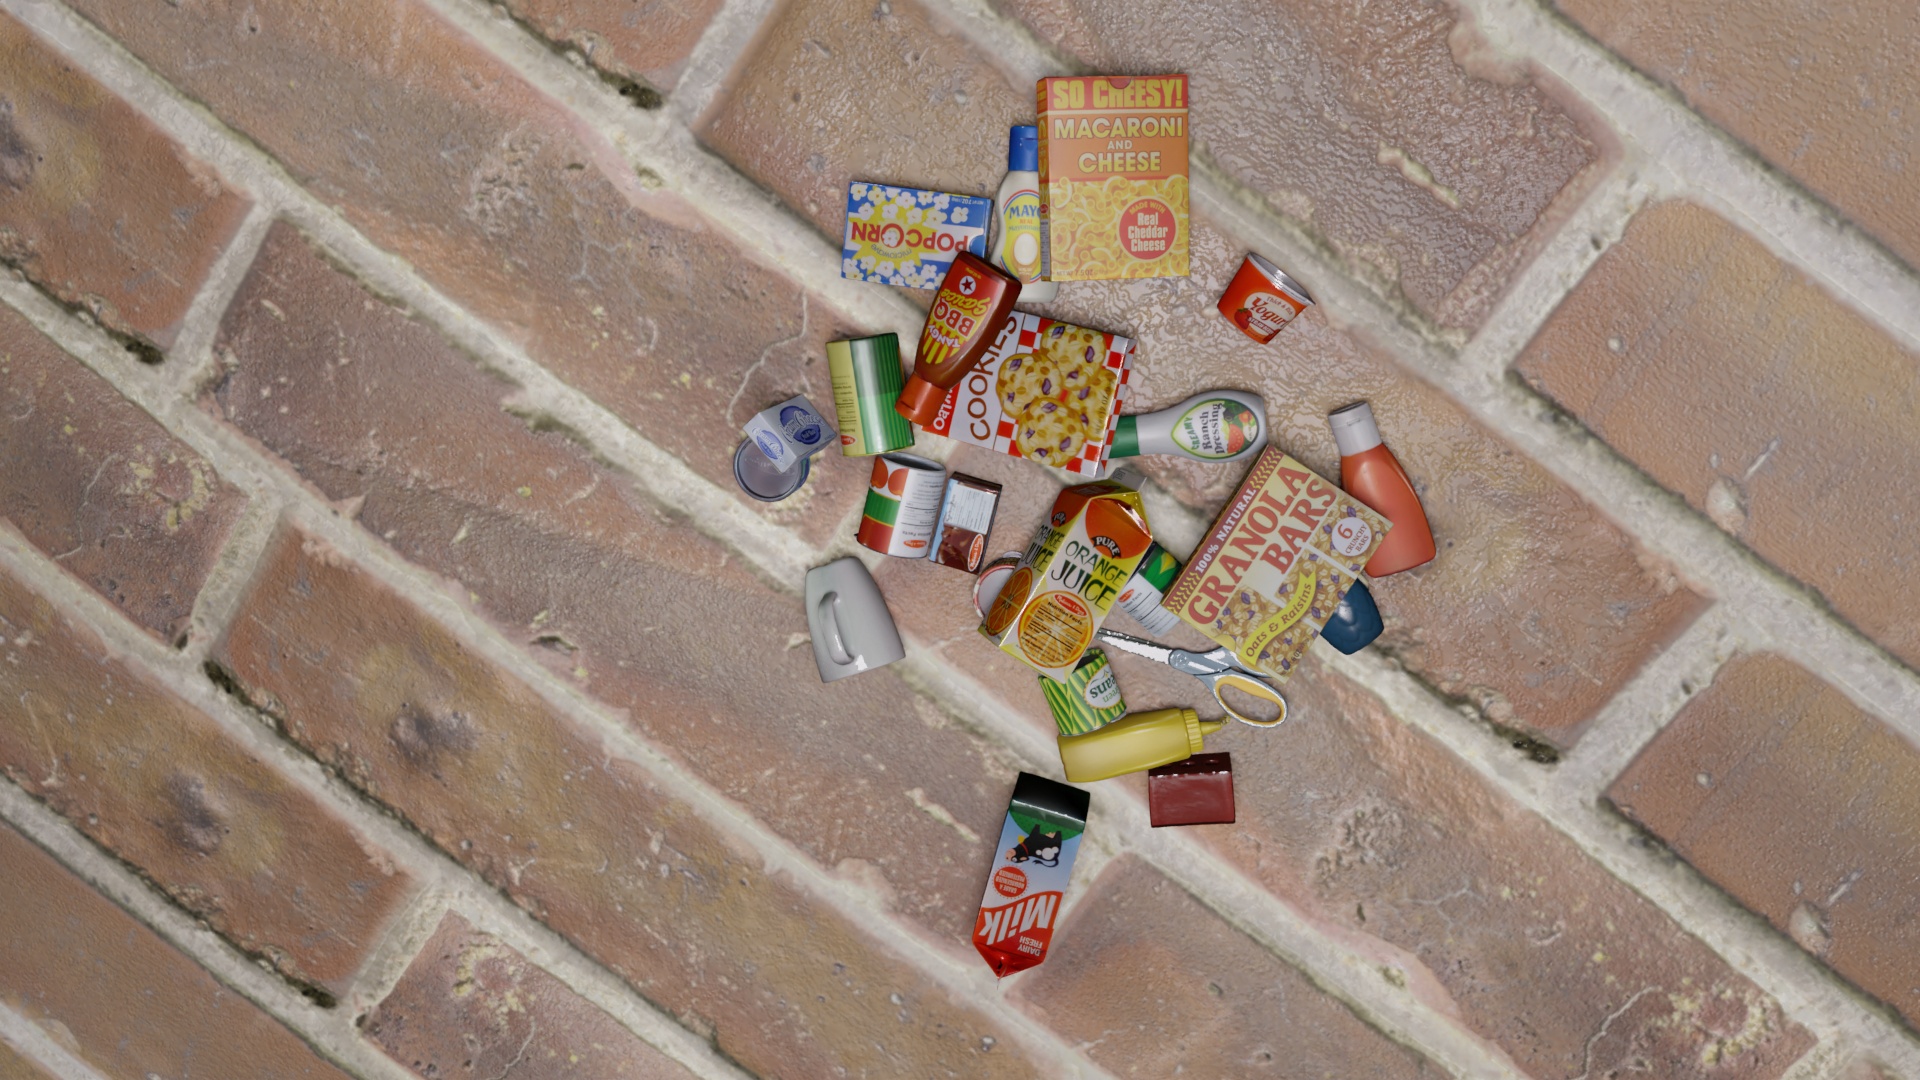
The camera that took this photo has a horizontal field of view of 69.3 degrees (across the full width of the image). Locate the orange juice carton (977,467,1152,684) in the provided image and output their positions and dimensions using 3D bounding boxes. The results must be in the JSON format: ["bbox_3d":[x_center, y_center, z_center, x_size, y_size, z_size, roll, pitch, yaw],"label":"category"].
[{"bbox_3d":[0.101,0.022,1.222,0.073,0.072,0.192,32,89,-17],"label":"orange juice carton"}]

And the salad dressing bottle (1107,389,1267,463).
[{"bbox_3d":[0.193,-0.096,1.219,0.147,0.044,0.064,-6,101,12],"label":"salad dressing bottle"}]

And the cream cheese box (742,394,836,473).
[{"bbox_3d":[-0.152,-0.097,1.243,0.024,0.104,0.053,-40,92,22],"label":"cream cheese box"}]

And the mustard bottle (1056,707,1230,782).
[{"bbox_3d":[0.170,0.184,1.273,0.160,0.065,0.048,-12,97,4],"label":"mustard bottle"}]

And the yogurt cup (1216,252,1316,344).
[{"bbox_3d":[0.255,-0.203,1.178,0.072,0.073,0.053,38,113,0],"label":"yogurt cup"}]

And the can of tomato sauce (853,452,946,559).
[{"bbox_3d":[-0.055,-0.033,1.261,0.071,0.071,0.083,15,103,6],"label":"can of tomato sauce"}]

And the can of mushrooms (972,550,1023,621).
[{"bbox_3d":[0.046,0.047,1.278,0.071,0.033,0.071,2,102,9],"label":"can of mushrooms"}]

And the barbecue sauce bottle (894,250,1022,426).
[{"bbox_3d":[-0.007,-0.169,1.190,0.065,0.044,0.148,37,107,25],"label":"barbecue sauce bottle"}]

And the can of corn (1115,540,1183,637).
[{"bbox_3d":[0.176,0.043,1.242,0.058,0.071,0.071,41,105,-2],"label":"can of corn"}]

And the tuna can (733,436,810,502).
[{"bbox_3d":[-0.174,-0.073,1.287,0.071,0.033,0.071,2,102,8],"label":"tuna can"}]

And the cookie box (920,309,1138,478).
[{"bbox_3d":[0.058,-0.135,1.215,0.167,0.040,0.122,17,101,19],"label":"cookie box"}]

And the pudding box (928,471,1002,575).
[{"bbox_3d":[0.005,-0.016,1.273,0.050,0.030,0.083,15,104,4],"label":"pudding box"}]

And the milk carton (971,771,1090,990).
[{"bbox_3d":[0.062,0.326,1.313,0.073,0.072,0.190,16,104,5],"label":"milk carton"}]

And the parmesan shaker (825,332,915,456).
[{"bbox_3d":[-0.079,-0.131,1.241,0.071,0.071,0.103,-6,100,10],"label":"parmesan shaker"}]

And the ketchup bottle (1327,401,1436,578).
[{"bbox_3d":[0.360,-0.045,1.204,0.064,0.043,0.148,-20,98,12],"label":"ketchup bottle"}]

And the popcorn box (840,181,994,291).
[{"bbox_3d":[-0.038,-0.266,1.223,0.127,0.038,0.085,9,102,7],"label":"popcorn box"}]

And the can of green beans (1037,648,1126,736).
[{"bbox_3d":[0.111,0.138,1.270,0.071,0.071,0.057,-21,98,13],"label":"can of green beans"}]

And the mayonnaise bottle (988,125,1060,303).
[{"bbox_3d":[0.057,-0.281,1.203,0.065,0.041,0.147,3,102,1],"label":"mayonnaise bottle"}]

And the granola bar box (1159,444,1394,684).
[{"bbox_3d":[0.266,0.020,1.177,0.124,0.039,0.165,33,95,3],"label":"granola bar box"}]

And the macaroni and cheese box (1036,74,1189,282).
[{"bbox_3d":[0.129,-0.304,1.169,0.124,0.040,0.166,-5,102,-10],"label":"macaroni and cheese box"}]
